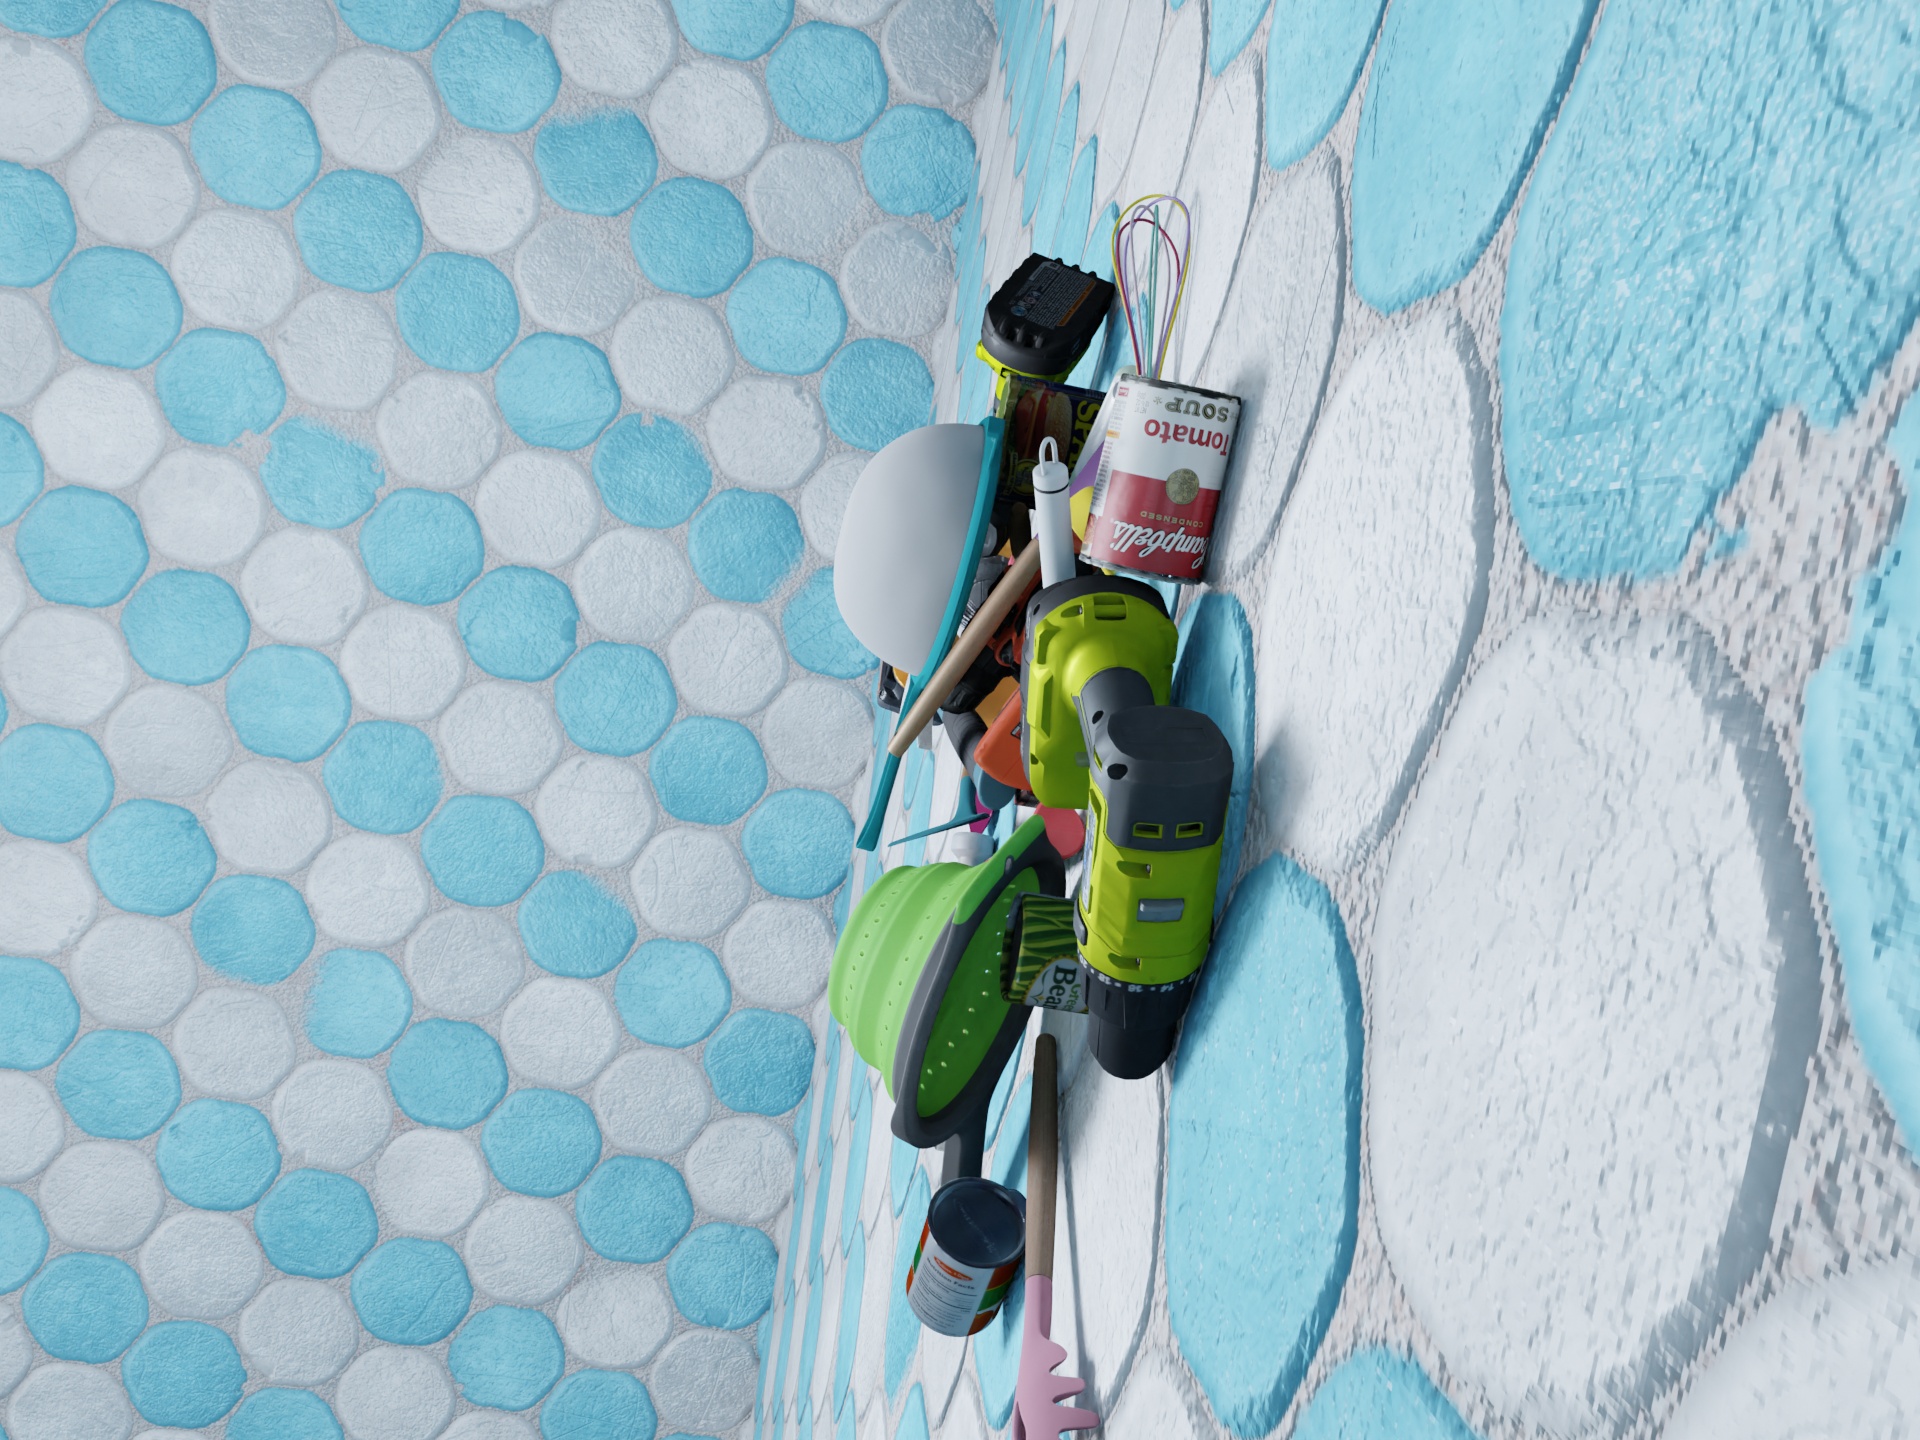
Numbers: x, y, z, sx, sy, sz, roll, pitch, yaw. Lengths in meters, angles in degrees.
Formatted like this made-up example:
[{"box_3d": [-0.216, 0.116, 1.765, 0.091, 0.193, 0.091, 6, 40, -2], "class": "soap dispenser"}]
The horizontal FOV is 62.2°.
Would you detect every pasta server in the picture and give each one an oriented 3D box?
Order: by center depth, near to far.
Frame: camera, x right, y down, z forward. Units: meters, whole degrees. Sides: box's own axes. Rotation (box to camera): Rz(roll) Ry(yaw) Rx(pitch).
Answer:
[{"box_3d": [0.052, 0.296, 0.897, 0.316, 0.040, 0.060, -84, 7, -56], "class": "pasta server"}]

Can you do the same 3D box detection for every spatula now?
[{"box_3d": [0.042, -0.101, 1.089, 0.316, 0.018, 0.060, -54, 14, 14], "class": "spatula"}, {"box_3d": [0.008, 0.032, 1.378, 0.044, 0.082, 0.318, 63, -160, -22], "class": "spatula"}]

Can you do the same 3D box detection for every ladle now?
[{"box_3d": [0.049, -0.141, 1.303, 0.315, 0.031, 0.069, 60, -138, -85], "class": "ladle"}]

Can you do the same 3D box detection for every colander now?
[{"box_3d": [-0.025, 0.224, 1.055, 0.204, 0.094, 0.396, -44, -32, -47], "class": "colander"}]

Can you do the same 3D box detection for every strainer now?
[{"box_3d": [0.059, -0.051, 0.920, 0.087, 0.050, 0.258, -40, -41, -32], "class": "strainer"}, {"box_3d": [-0.059, -0.074, 1.195, 0.211, 0.095, 0.340, -141, 67, -81], "class": "strainer"}]

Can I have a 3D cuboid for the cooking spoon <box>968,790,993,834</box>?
[{"box_3d": [0.025, -0.007, 1.539, 0.319, 0.017, 0.068, -89, 20, -49], "class": "cooking spoon"}]

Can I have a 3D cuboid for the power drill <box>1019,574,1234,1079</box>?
[{"box_3d": [0.079, 0.046, 0.800, 0.229, 0.080, 0.190, -97, 8, -59], "class": "power drill"}]

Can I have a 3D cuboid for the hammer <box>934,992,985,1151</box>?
[{"box_3d": [0.003, 0.264, 1.292, 0.331, 0.031, 0.130, 114, 164, -62], "class": "hammer"}]

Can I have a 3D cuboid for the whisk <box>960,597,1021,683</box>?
[{"box_3d": [0.001, -0.089, 1.307, 0.285, 0.070, 0.070, 42, 127, 47], "class": "whisk"}]

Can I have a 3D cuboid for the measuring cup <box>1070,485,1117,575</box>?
[{"box_3d": [0.104, -0.098, 0.986, 0.029, 0.062, 0.157, -40, 35, 13], "class": "measuring cup"}]

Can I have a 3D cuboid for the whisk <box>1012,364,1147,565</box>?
[{"box_3d": [0.083, -0.155, 1.163, 0.058, 0.059, 0.246, 49, 138, 26], "class": "whisk"}]

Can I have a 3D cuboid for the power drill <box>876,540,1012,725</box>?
[{"box_3d": [-0.005, -0.093, 1.565, 0.226, 0.084, 0.186, -56, 22, 39], "class": "power drill"}]

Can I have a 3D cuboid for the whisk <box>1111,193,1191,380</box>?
[{"box_3d": [0.118, -0.230, 1.021, 0.051, 0.047, 0.245, 125, 151, -71], "class": "whisk"}]

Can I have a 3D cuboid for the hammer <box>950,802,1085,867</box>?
[{"box_3d": [0.032, 0.132, 1.219, 0.386, 0.038, 0.143, 127, 151, -75], "class": "hammer"}]

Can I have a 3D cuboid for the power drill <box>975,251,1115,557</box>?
[{"box_3d": [0.057, -0.266, 1.334, 0.171, 0.080, 0.223, -57, -12, -41], "class": "power drill"}]

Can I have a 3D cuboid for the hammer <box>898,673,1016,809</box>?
[{"box_3d": [-0.002, -0.004, 1.293, 0.331, 0.033, 0.128, -122, 48, -70], "class": "hammer"}]

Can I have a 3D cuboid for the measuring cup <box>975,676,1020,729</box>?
[{"box_3d": [0.045, -0.059, 1.342, 0.095, 0.052, 0.173, -92, 24, -48], "class": "measuring cup"}]
